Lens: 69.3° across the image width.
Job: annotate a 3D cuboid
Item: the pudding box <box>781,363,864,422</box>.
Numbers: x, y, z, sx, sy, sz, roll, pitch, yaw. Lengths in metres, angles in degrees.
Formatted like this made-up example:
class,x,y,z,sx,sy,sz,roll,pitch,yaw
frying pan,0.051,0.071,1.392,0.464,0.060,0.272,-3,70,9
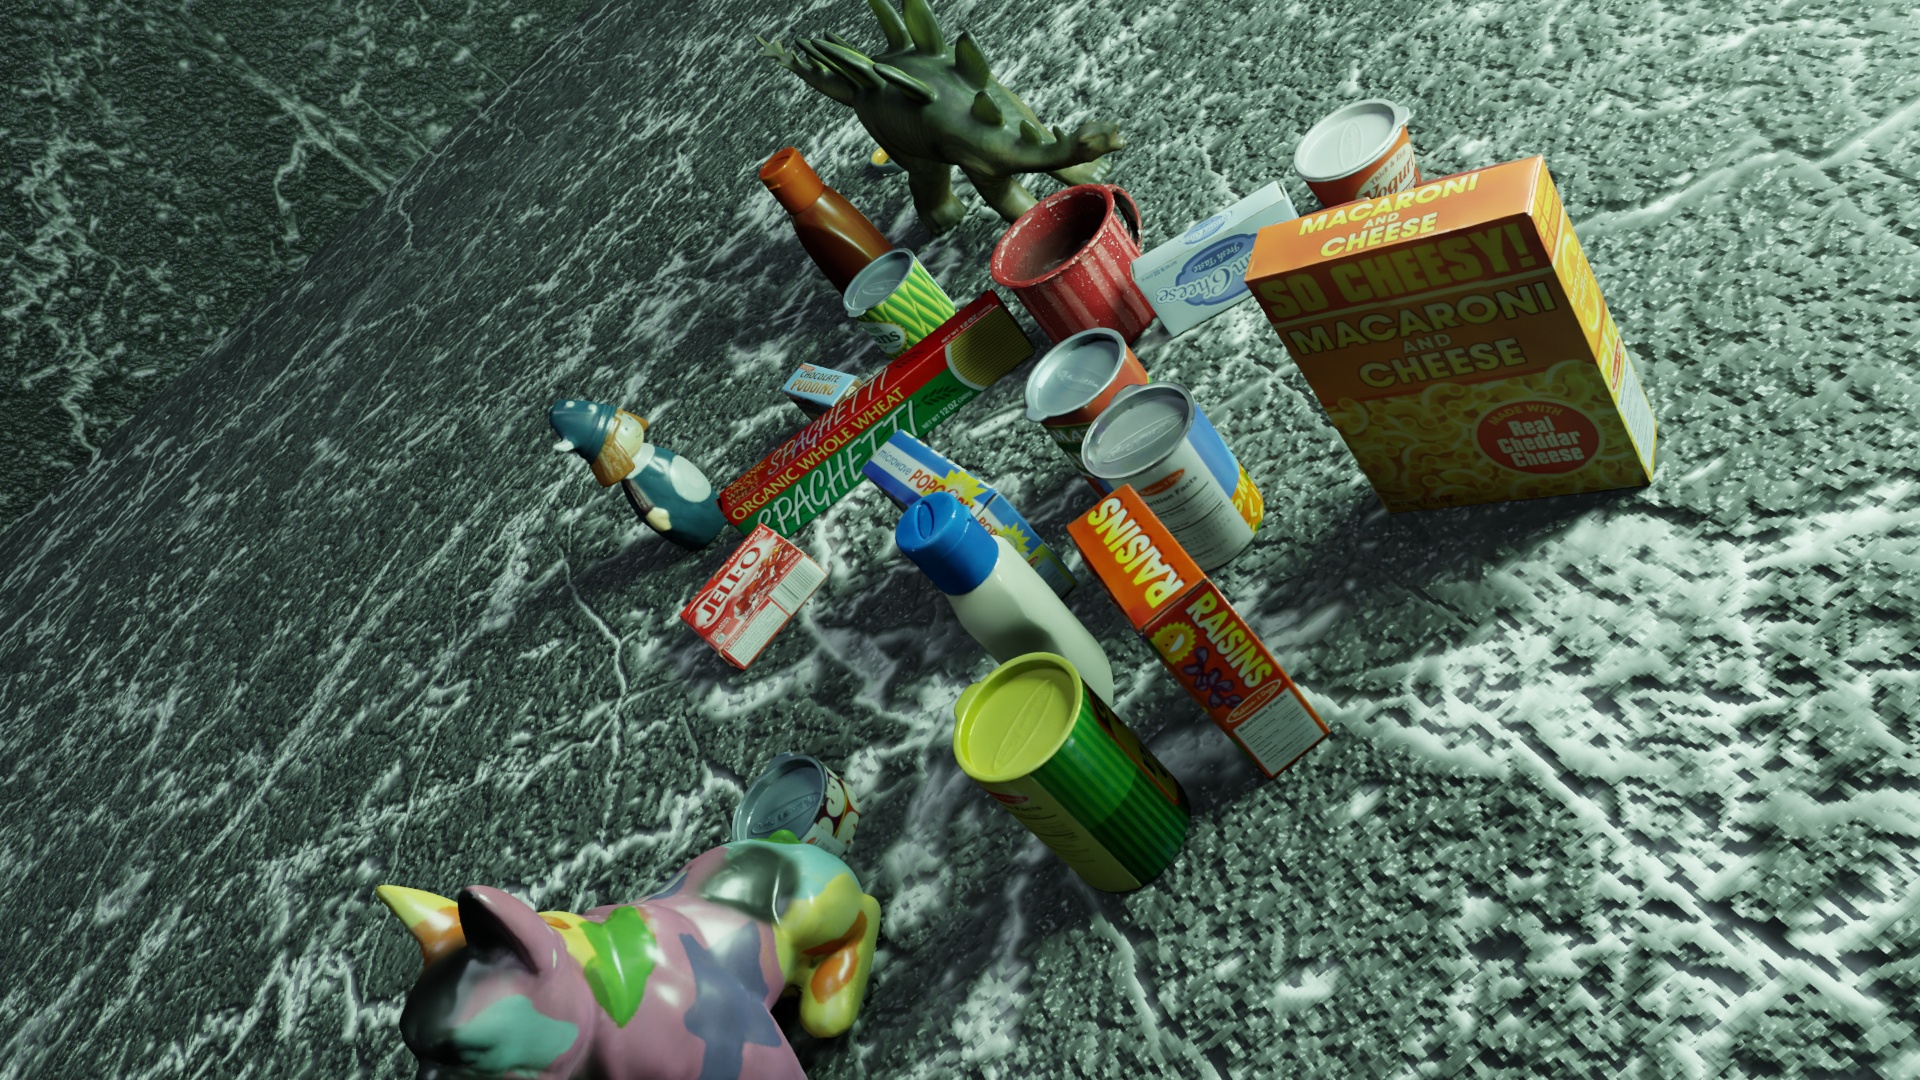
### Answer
class,x,y,z,sx,sy,sz,roll,pitch,yaw
pudding box,-0.092,-0.102,1.034,0.030,0.049,0.084,-51,36,-12

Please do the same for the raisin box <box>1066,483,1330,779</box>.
class,x,y,z,sx,sy,sz,roll,pitch,yaw
raisin box,0.107,0.041,0.629,0.040,0.123,0.086,-38,35,7

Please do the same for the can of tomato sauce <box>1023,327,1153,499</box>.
class,x,y,z,sx,sy,sz,roll,pitch,yaw
can of tomato sauce,0.085,-0.069,0.800,0.071,0.083,0.071,-26,38,23

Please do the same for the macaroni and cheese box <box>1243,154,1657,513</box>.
class,x,y,z,sx,sy,sz,roll,pitch,yaw
macaroni and cheese box,0.219,-0.083,0.615,0.123,0.166,0.040,-7,48,40

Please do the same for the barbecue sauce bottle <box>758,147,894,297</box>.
class,x,y,z,sx,sy,sz,roll,pitch,yaw
barbecue sauce bottle,-0.100,-0.245,1.107,0.065,0.148,0.044,-5,50,41

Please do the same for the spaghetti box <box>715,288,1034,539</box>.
class,x,y,z,sx,sy,sz,roll,pitch,yaw
spaghetti box,-0.062,-0.081,0.983,0.250,0.050,0.029,-36,36,9

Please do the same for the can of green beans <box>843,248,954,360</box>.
class,x,y,z,sx,sy,sz,roll,pitch,yaw
can of green beans,-0.047,-0.180,1.066,0.071,0.057,0.071,-26,38,23

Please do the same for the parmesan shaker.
class,x,y,z,sx,sy,sz,roll,pitch,yaw
parmesan shaker,0.051,0.106,0.633,0.071,0.103,0.072,-26,38,23

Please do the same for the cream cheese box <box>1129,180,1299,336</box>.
class,x,y,z,sx,sy,sz,roll,pitch,yaw
cream cheese box,0.163,-0.173,0.861,0.103,0.053,0.024,-27,38,21

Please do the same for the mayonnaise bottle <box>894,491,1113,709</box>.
class,x,y,z,sx,sy,sz,roll,pitch,yaw
mayonnaise bottle,0.024,0.034,0.695,0.041,0.147,0.065,-31,37,16

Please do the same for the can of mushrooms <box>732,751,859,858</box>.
class,x,y,z,sx,sy,sz,roll,pitch,yaw
can of mushrooms,-0.092,0.154,0.779,0.071,0.033,0.071,-26,38,23

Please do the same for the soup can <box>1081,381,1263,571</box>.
class,x,y,z,sx,sy,sz,roll,pitch,yaw
soup can,0.113,-0.034,0.737,0.071,0.083,0.072,-26,38,23

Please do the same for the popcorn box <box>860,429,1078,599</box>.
class,x,y,z,sx,sy,sz,roll,pitch,yaw
popcorn box,0.003,-0.010,0.816,0.038,0.085,0.127,-46,35,-5

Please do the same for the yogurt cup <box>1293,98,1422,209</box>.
class,x,y,z,sx,sy,sz,roll,pitch,yaw
yogurt cup,0.242,-0.223,0.837,0.072,0.054,0.073,-26,38,23
